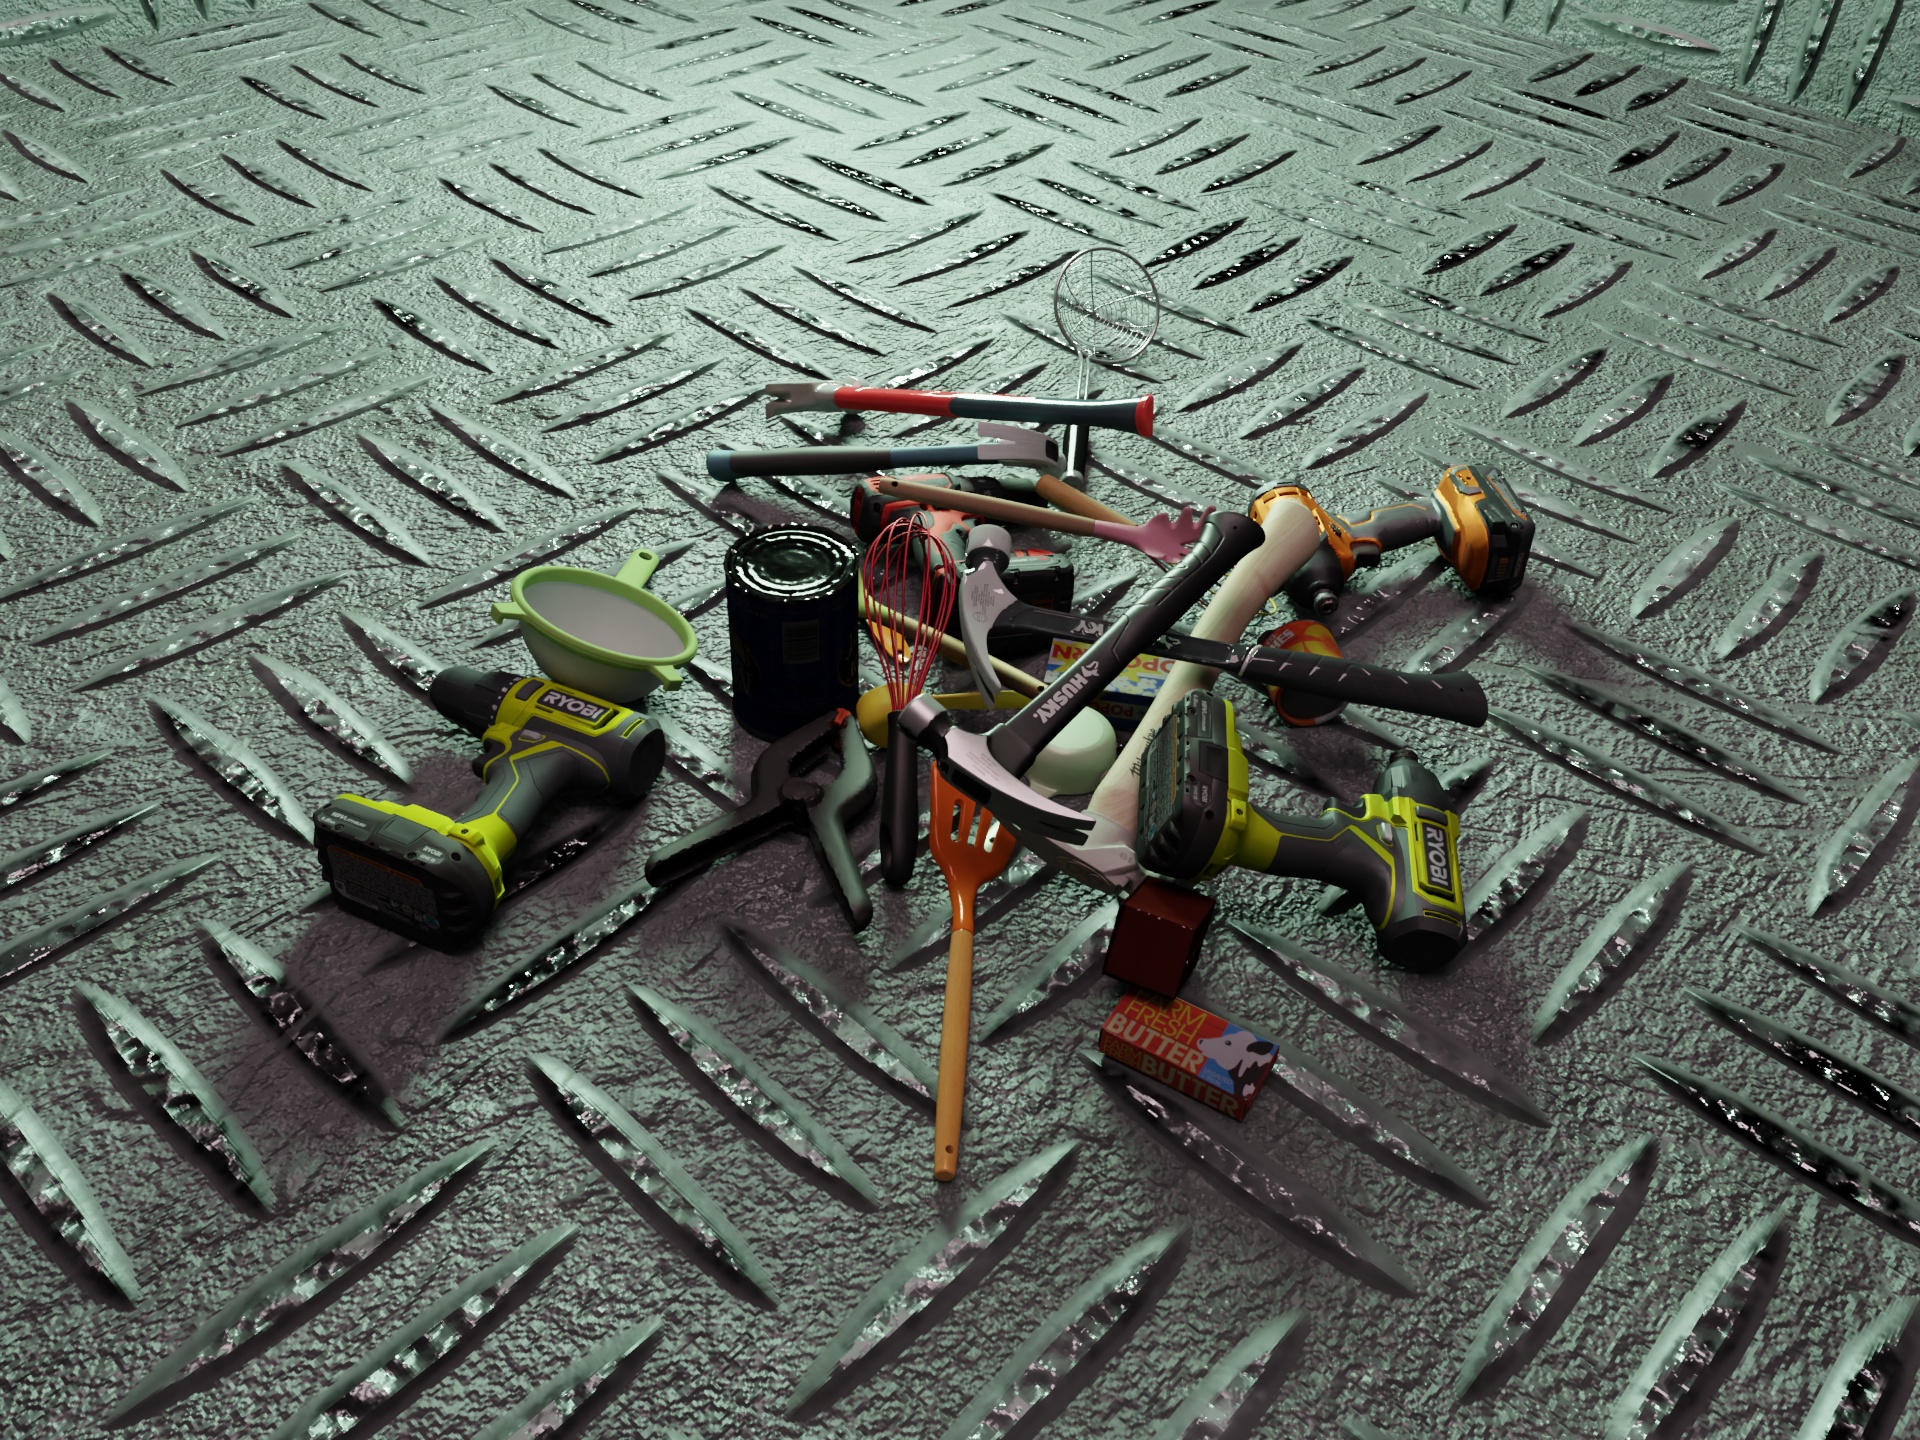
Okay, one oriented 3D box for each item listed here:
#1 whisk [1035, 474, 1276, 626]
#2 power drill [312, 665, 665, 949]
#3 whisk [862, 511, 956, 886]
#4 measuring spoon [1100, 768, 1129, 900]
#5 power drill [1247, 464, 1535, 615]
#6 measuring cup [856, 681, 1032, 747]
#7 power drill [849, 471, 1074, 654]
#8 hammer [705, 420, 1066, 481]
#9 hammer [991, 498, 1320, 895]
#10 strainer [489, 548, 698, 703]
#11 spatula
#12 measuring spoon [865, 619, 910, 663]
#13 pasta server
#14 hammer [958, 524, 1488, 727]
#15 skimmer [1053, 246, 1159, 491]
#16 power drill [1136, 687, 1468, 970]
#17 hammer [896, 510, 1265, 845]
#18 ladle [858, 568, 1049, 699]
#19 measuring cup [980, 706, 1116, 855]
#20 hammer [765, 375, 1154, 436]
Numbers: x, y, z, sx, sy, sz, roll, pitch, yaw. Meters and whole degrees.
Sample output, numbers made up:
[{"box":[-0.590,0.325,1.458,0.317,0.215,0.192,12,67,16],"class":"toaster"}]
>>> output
[{"box":[0.170,-0.152,1.398,0.245,0.051,0.047,33,62,19],"class":"whisk"},{"box":[-0.349,0.045,1.140,0.190,0.080,0.229,18,40,17],"class":"power drill"},{"box":[-0.041,-0.022,1.173,0.073,0.073,0.296,2,69,-1],"class":"whisk"},{"box":[0.119,0.086,1.171,0.034,0.018,0.124,6,47,-1],"class":"measuring spoon"},{"box":[0.385,-0.155,1.420,0.226,0.084,0.164,-5,42,-3],"class":"power drill"},{"box":[-0.002,-0.004,1.230,0.156,0.062,0.029,-3,56,-5],"class":"measuring cup"},{"box":[0.022,-0.152,1.396,0.188,0.080,0.227,-7,37,-22],"class":"power drill"},{"box":[-0.074,-0.243,1.479,0.331,0.033,0.128,0,-2,13],"class":"hammer"},{"box":[0.172,-0.040,1.219,0.146,0.038,0.411,30,56,7],"class":"hammer"},{"box":[-0.289,-0.078,1.304,0.151,0.069,0.256,22,20,-8],"class":"strainer"},{"box":[0.003,0.156,1.055,0.081,0.041,0.323,18,40,-12],"class":"spatula"},{"box":[-0.072,-0.083,1.360,0.021,0.011,0.117,-17,48,-22],"class":"measuring spoon"},{"box":[0.087,-0.171,1.340,0.316,0.040,0.060,11,66,-1],"class":"pasta server"},{"box":[0.198,-0.045,1.186,0.409,0.036,0.149,10,56,-6],"class":"hammer"},{"box":[0.143,-0.364,1.641,0.127,0.090,0.364,30,40,-17],"class":"skimmer"},{"box":[0.240,0.066,1.105,0.223,0.080,0.171,18,48,-11],"class":"power drill"},{"box":[0.116,-0.048,1.129,0.146,0.035,0.335,40,58,13],"class":"hammer"},{"box":[-0.041,-0.079,1.279,0.320,0.062,0.078,28,72,40],"class":"ladle"},{"box":[0.060,0.042,1.195,0.083,0.038,0.168,22,42,21],"class":"measuring cup"},{"box":[0.000,-0.292,1.480,0.386,0.038,0.143,11,18,33],"class":"hammer"}]
